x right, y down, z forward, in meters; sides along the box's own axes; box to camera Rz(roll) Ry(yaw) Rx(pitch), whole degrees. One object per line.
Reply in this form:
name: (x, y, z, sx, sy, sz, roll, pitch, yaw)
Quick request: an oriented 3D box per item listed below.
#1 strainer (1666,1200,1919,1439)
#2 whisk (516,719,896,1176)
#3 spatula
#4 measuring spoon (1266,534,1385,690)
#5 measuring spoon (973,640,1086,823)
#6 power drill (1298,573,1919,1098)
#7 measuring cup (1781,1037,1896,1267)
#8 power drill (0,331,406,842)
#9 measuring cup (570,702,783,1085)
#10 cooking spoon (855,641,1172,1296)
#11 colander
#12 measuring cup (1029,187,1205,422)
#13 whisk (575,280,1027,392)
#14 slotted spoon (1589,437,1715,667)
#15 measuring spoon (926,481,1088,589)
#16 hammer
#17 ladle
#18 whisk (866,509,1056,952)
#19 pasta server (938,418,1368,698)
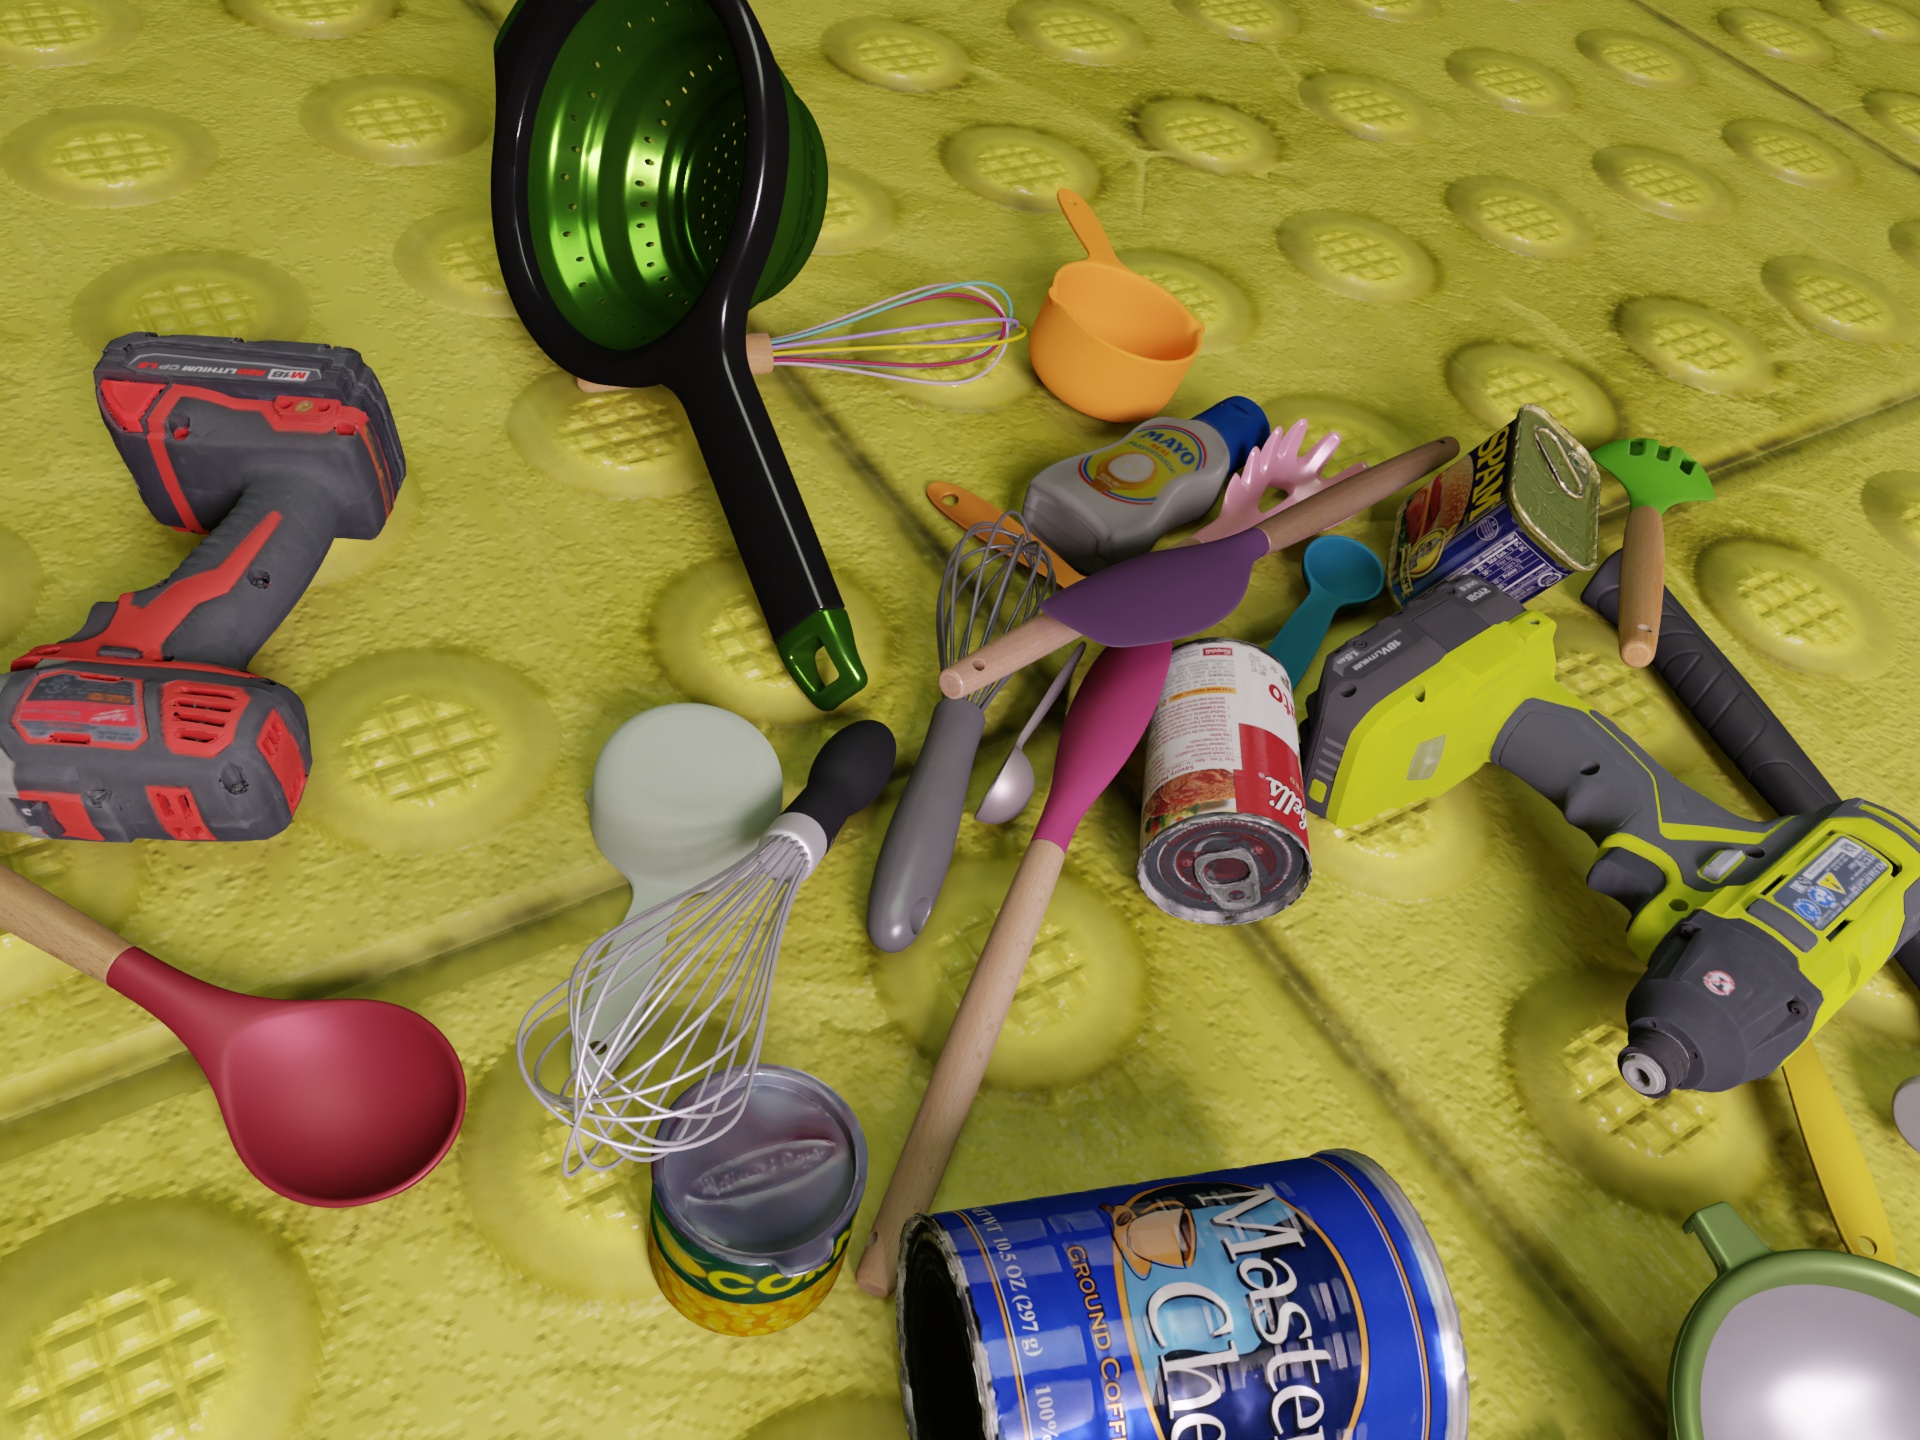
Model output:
strainer: (0.252, 0.279, 0.452, 0.151, 0.069, 0.256, 27, 49, 9)
whisk: (-0.070, 0.059, 0.550, 0.070, 0.070, 0.285, 20, 25, 6)
spatula: (0.156, -0.090, 0.750, 0.060, 0.018, 0.316, 31, 41, 31)
measuring spoon: (0.165, -0.041, 0.770, 0.042, 0.021, 0.129, 32, 58, 10)
measuring spoon: (0.038, 0.004, 0.689, 0.018, 0.034, 0.124, 31, 44, 2)
power drill: (0.250, 0.044, 0.642, 0.171, 0.080, 0.223, -28, 51, -29)
measuring cup: (0.324, 0.146, 0.622, 0.062, 0.029, 0.157, 4, 51, -8)
power drill: (-0.331, -0.052, 0.626, 0.188, 0.080, 0.227, 4, 51, 0)
measuring cup: (-0.114, 0.057, 0.595, 0.083, 0.038, 0.168, 13, 44, -1)
cooking spoon: (0.025, 0.069, 0.611, 0.017, 0.068, 0.319, 38, 51, -17)
colander: (-0.102, -0.189, 0.753, 0.094, 0.204, 0.397, -6, 69, -49)
measuring cup: (0.072, -0.233, 0.891, 0.095, 0.052, 0.174, 5, 45, -23)
whisk: (-0.079, -0.197, 0.839, 0.245, 0.051, 0.047, -10, 57, -17)
slotted spoon: (0.338, -0.090, 0.780, 0.070, 0.031, 0.314, 22, 31, 13)
measuring spoon: (0.026, -0.085, 0.781, 0.117, 0.011, 0.021, 38, 62, 26)
hammer: (0.392, 0.038, 0.728, 0.146, 0.035, 0.335, -5, 48, -20)
ladle: (-0.303, 0.070, 0.532, 0.315, 0.031, 0.069, 28, 57, 6)
whisk: (0.000, -0.003, 0.674, 0.055, 0.055, 0.239, 16, 50, 2)
pasta server: (0.098, -0.075, 0.739, 0.060, 0.040, 0.316, 50, 46, 11)
